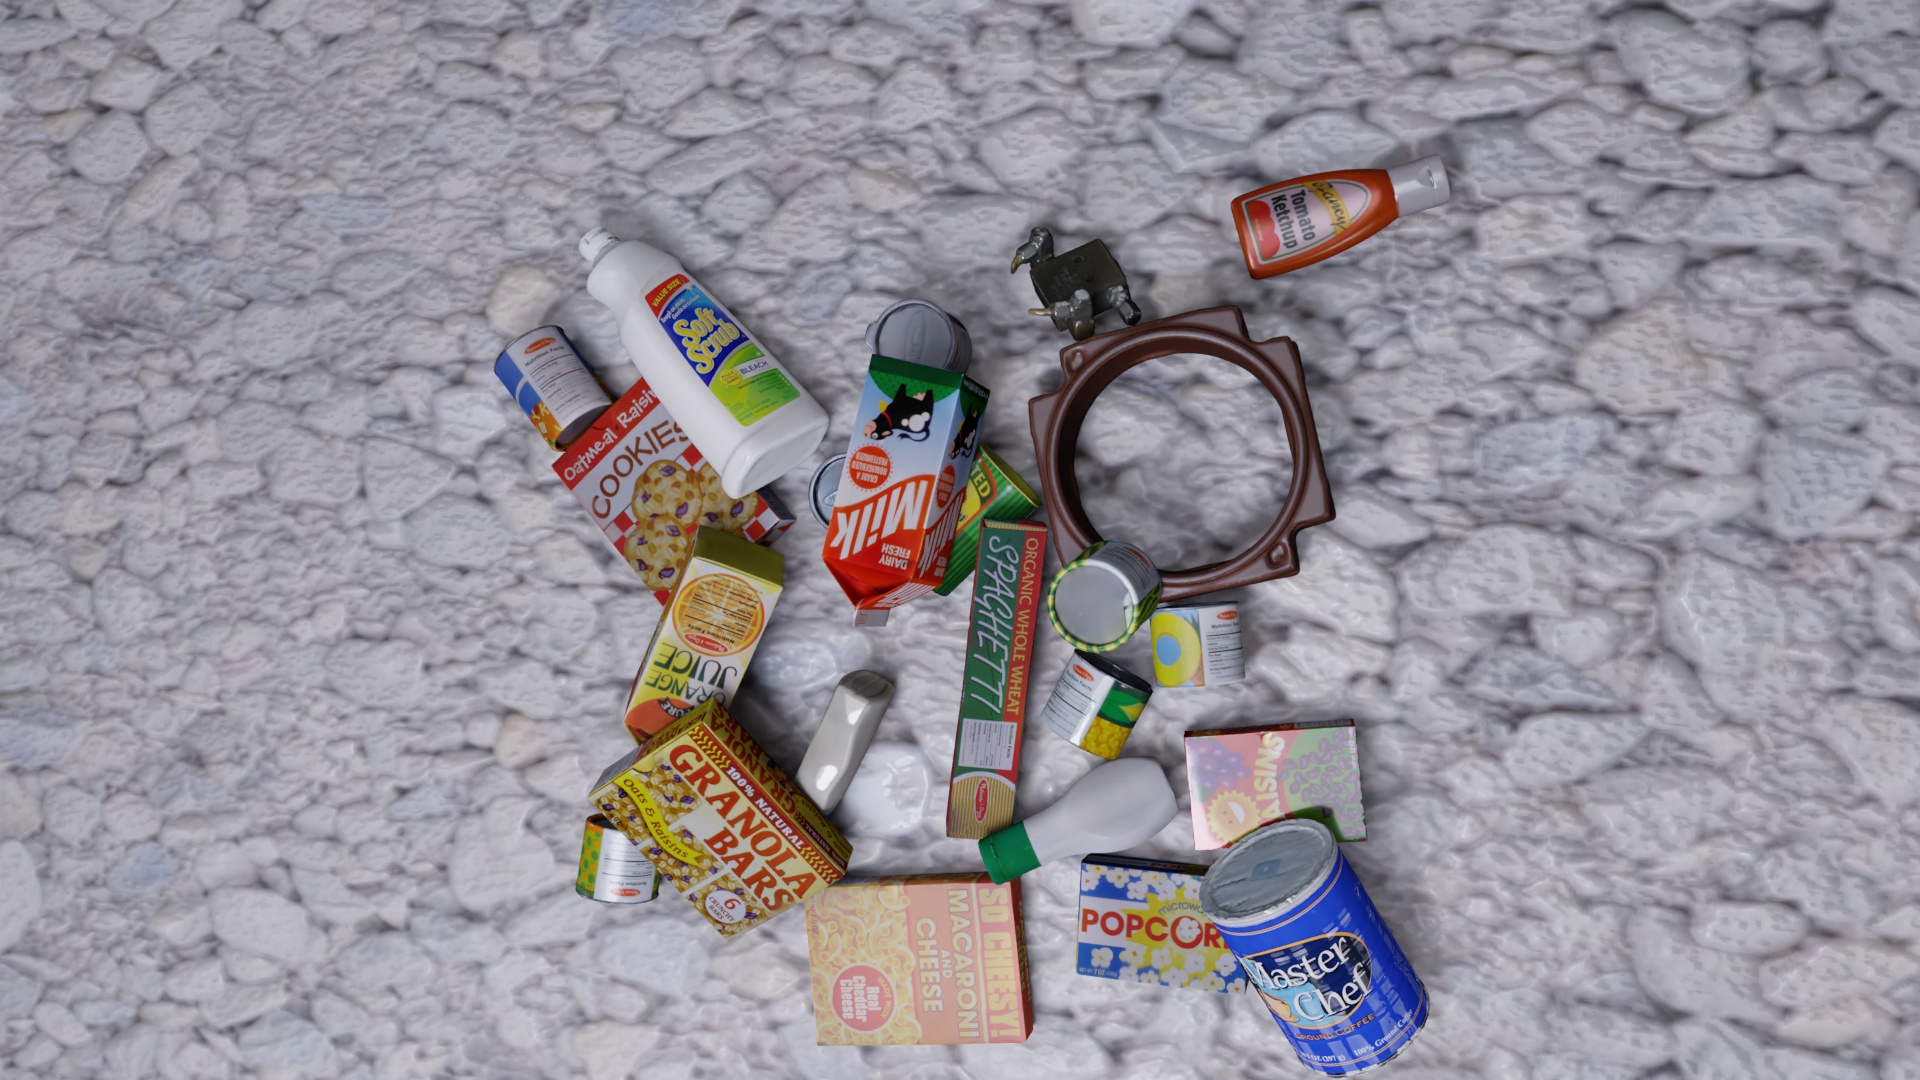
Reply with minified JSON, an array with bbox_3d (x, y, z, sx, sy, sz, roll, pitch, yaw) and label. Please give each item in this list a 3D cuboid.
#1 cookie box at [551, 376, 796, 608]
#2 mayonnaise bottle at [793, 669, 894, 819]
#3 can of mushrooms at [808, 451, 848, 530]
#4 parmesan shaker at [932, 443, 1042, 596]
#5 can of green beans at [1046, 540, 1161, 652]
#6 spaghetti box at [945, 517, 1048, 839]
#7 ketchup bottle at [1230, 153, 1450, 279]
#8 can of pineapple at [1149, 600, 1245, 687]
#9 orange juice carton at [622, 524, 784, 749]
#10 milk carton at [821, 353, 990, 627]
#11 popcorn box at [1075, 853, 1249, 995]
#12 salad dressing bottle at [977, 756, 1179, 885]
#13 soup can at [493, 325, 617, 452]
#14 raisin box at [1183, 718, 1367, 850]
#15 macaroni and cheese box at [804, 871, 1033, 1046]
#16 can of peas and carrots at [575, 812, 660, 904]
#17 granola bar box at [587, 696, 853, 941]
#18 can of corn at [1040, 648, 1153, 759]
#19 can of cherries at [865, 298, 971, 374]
[{"bbox_3d":[-0.235,-0.039,1.130,0.123,0.040,0.167,-42,80,10],"label":"cookie box"},{"bbox_3d":[-0.102,0.174,1.083,0.041,0.065,0.147,30,106,12],"label":"mayonnaise bottle"},{"bbox_3d":[-0.083,-0.033,1.097,0.071,0.033,0.071,0,89,13],"label":"can of mushrooms"},{"bbox_3d":[0.004,-0.013,1.056,0.103,0.071,0.071,-45,80,9],"label":"parmesan shaker"},{"bbox_3d":[0.099,0.038,0.956,0.071,0.058,0.071,6,105,22],"label":"can of green beans"},{"bbox_3d":[0.026,0.104,1.037,0.050,0.029,0.249,5,103,-4],"label":"spaghetti box"},{"bbox_3d":[0.276,-0.240,1.008,0.149,0.043,0.065,-16,85,12],"label":"ketchup bottle"},{"bbox_3d":[0.172,0.076,1.017,0.071,0.071,0.058,-6,88,14],"label":"can of pineapple"},{"bbox_3d":[-0.207,0.093,1.083,0.073,0.072,0.192,22,107,-14],"label":"orange juice carton"},{"bbox_3d":[-0.043,-0.030,1.000,0.073,0.072,0.190,14,90,18],"label":"milk carton"},{"bbox_3d":[0.151,0.283,1.030,0.127,0.038,0.085,3,89,14],"label":"popcorn box"},{"bbox_3d":[0.087,0.210,1.031,0.148,0.044,0.064,-24,59,2],"label":"salad dressing bottle"},{"bbox_3d":[-0.332,-0.123,1.145,0.071,0.071,0.084,-40,81,10],"label":"soup can"},{"bbox_3d":[0.229,0.178,1.014,0.123,0.040,0.086,-6,88,12],"label":"raisin box"},{"bbox_3d":[-0.032,0.322,1.074,0.166,0.040,0.123,-6,87,14],"label":"macaroni and cheese box"},{"bbox_3d":[-0.274,0.255,1.123,0.071,0.071,0.058,9,91,14],"label":"can of peas and carrots"},{"bbox_3d":[-0.182,0.215,1.057,0.124,0.039,0.165,-34,106,21],"label":"granola bar box"},{"bbox_3d":[0.102,0.122,1.034,0.071,0.071,0.058,29,97,13],"label":"can of corn"},{"bbox_3d":[-0.032,-0.151,1.074,0.071,0.058,0.071,0,90,14],"label":"can of cherries"}]
